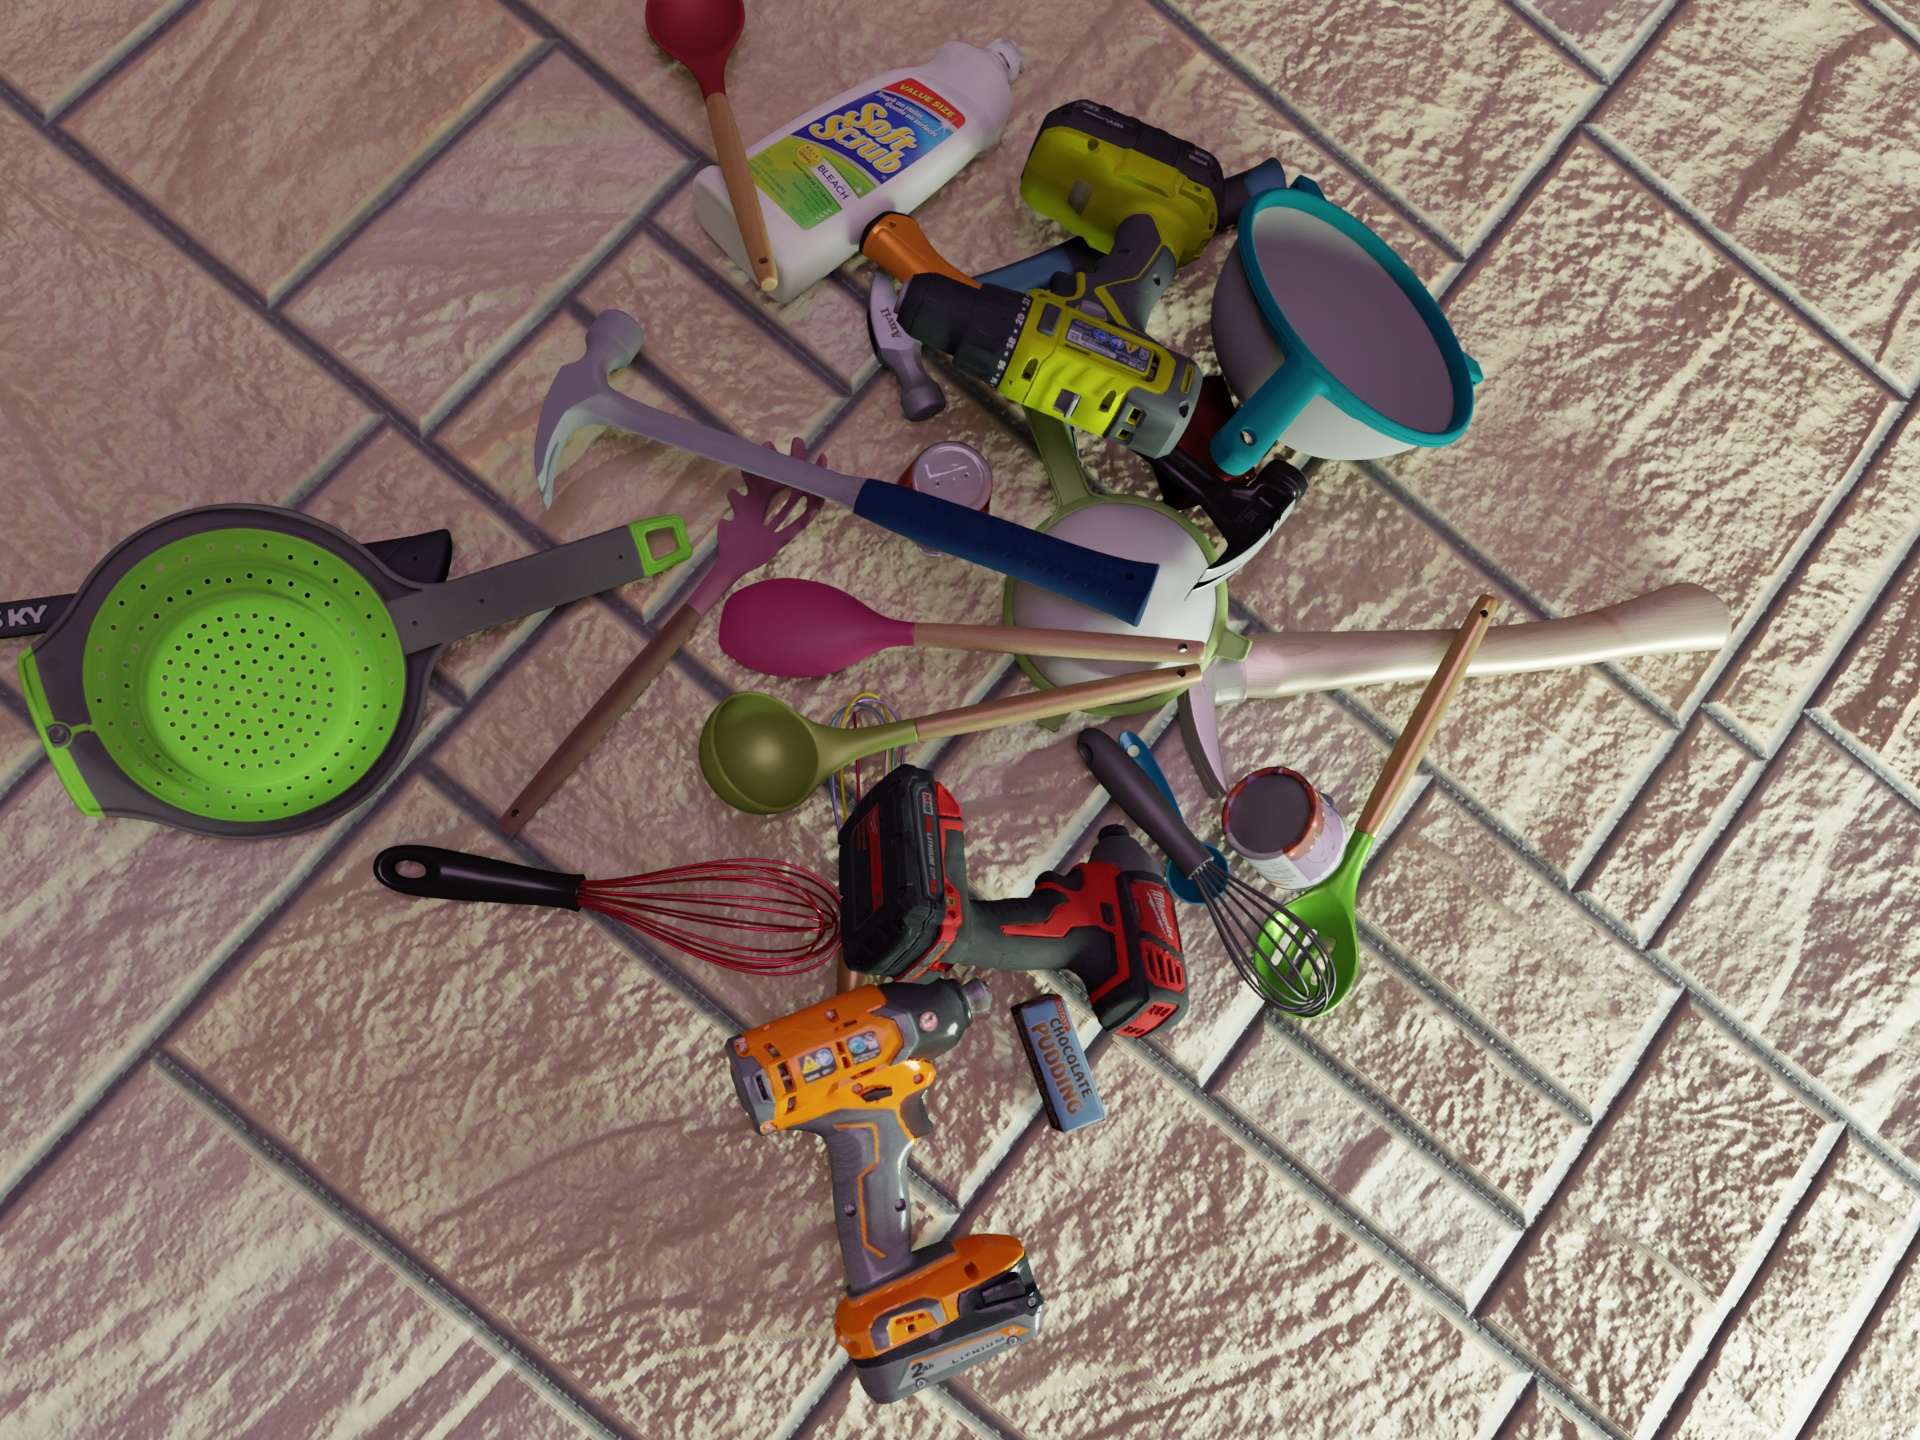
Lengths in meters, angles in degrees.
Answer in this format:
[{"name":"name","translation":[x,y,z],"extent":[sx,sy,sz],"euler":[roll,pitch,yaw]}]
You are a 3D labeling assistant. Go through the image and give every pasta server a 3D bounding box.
[{"name":"pasta server","translation":[-0.192,-0.053,1.026],"extent":[0.060,0.040,0.316],"euler":[35,77,14]}]

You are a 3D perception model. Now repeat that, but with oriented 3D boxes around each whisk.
[{"name":"whisk","translation":[-0.216,0.109,0.986],"extent":[0.296,0.073,0.073],"euler":[8,79,-1]},{"name":"whisk","translation":[0.155,0.093,1.028],"extent":[0.055,0.055,0.239],"euler":[-36,71,-13]},{"name":"whisk","translation":[-0.068,0.103,1.016],"extent":[0.051,0.047,0.245],"euler":[2,83,8]}]

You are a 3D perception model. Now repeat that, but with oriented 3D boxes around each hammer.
[{"name":"hammer","translation":[0.087,-0.325,1.122],"extent":[0.331,0.033,0.128],"euler":[-24,85,-12]},{"name":"hammer","translation":[0.064,-0.218,1.038],"extent":[0.337,0.034,0.127],"euler":[40,56,7]},{"name":"hammer","translation":[0.349,-0.039,1.110],"extent":[0.410,0.038,0.146],"euler":[-6,82,-10]},{"name":"hammer","translation":[-0.075,-0.140,1.001],"extent":[0.405,0.035,0.144],"euler":[20,63,6]},{"name":"hammer","translation":[-0.523,-0.075,0.980],"extent":[0.409,0.036,0.149],"euler":[-10,81,-11]}]

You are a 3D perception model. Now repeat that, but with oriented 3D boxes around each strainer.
[{"name":"strainer","translation":[0.212,-0.218,1.040],"extent":[0.211,0.095,0.340],"euler":[47,45,-4]},{"name":"strainer","translation":[0.081,-0.129,1.045],"extent":[0.151,0.069,0.256],"euler":[-21,83,8]}]

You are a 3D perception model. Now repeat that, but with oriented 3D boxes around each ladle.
[{"name":"ladle","translation":[-0.154,-0.391,1.043],"extent":[0.069,0.031,0.316],"euler":[-15,58,-3]},{"name":"ladle","translation":[-0.002,-0.003,0.983],"extent":[0.320,0.062,0.078],"euler":[-11,73,-8]}]

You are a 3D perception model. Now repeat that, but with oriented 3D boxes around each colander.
[{"name":"colander","translation":[-0.340,-0.050,0.949],"extent":[0.397,0.094,0.204],"euler":[-21,106,-20]}]

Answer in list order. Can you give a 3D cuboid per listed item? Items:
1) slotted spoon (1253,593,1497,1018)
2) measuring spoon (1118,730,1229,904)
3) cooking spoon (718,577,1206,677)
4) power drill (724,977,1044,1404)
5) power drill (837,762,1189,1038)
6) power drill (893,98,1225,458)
[{"name":"slotted spoon","translation":[0.285,0.055,1.065],"extent":[0.070,0.031,0.314],"euler":[28,86,3]},{"name":"measuring spoon","translation":[0.140,0.065,1.071],"extent":[0.042,0.021,0.129],"euler":[-27,76,2]},{"name":"cooking spoon","translation":[-0.004,-0.054,1.015],"extent":[0.319,0.017,0.069],"euler":[4,75,12]},{"name":"power drill","translation":[-0.030,0.270,0.962],"extent":[0.164,0.084,0.226],"euler":[-20,89,-13]},{"name":"power drill","translation":[0.039,0.108,0.981],"extent":[0.219,0.078,0.143],"euler":[17,47,-26]},{"name":"power drill","translation":[0.072,-0.289,1.018],"extent":[0.190,0.080,0.229],"euler":[22,58,-6]}]
